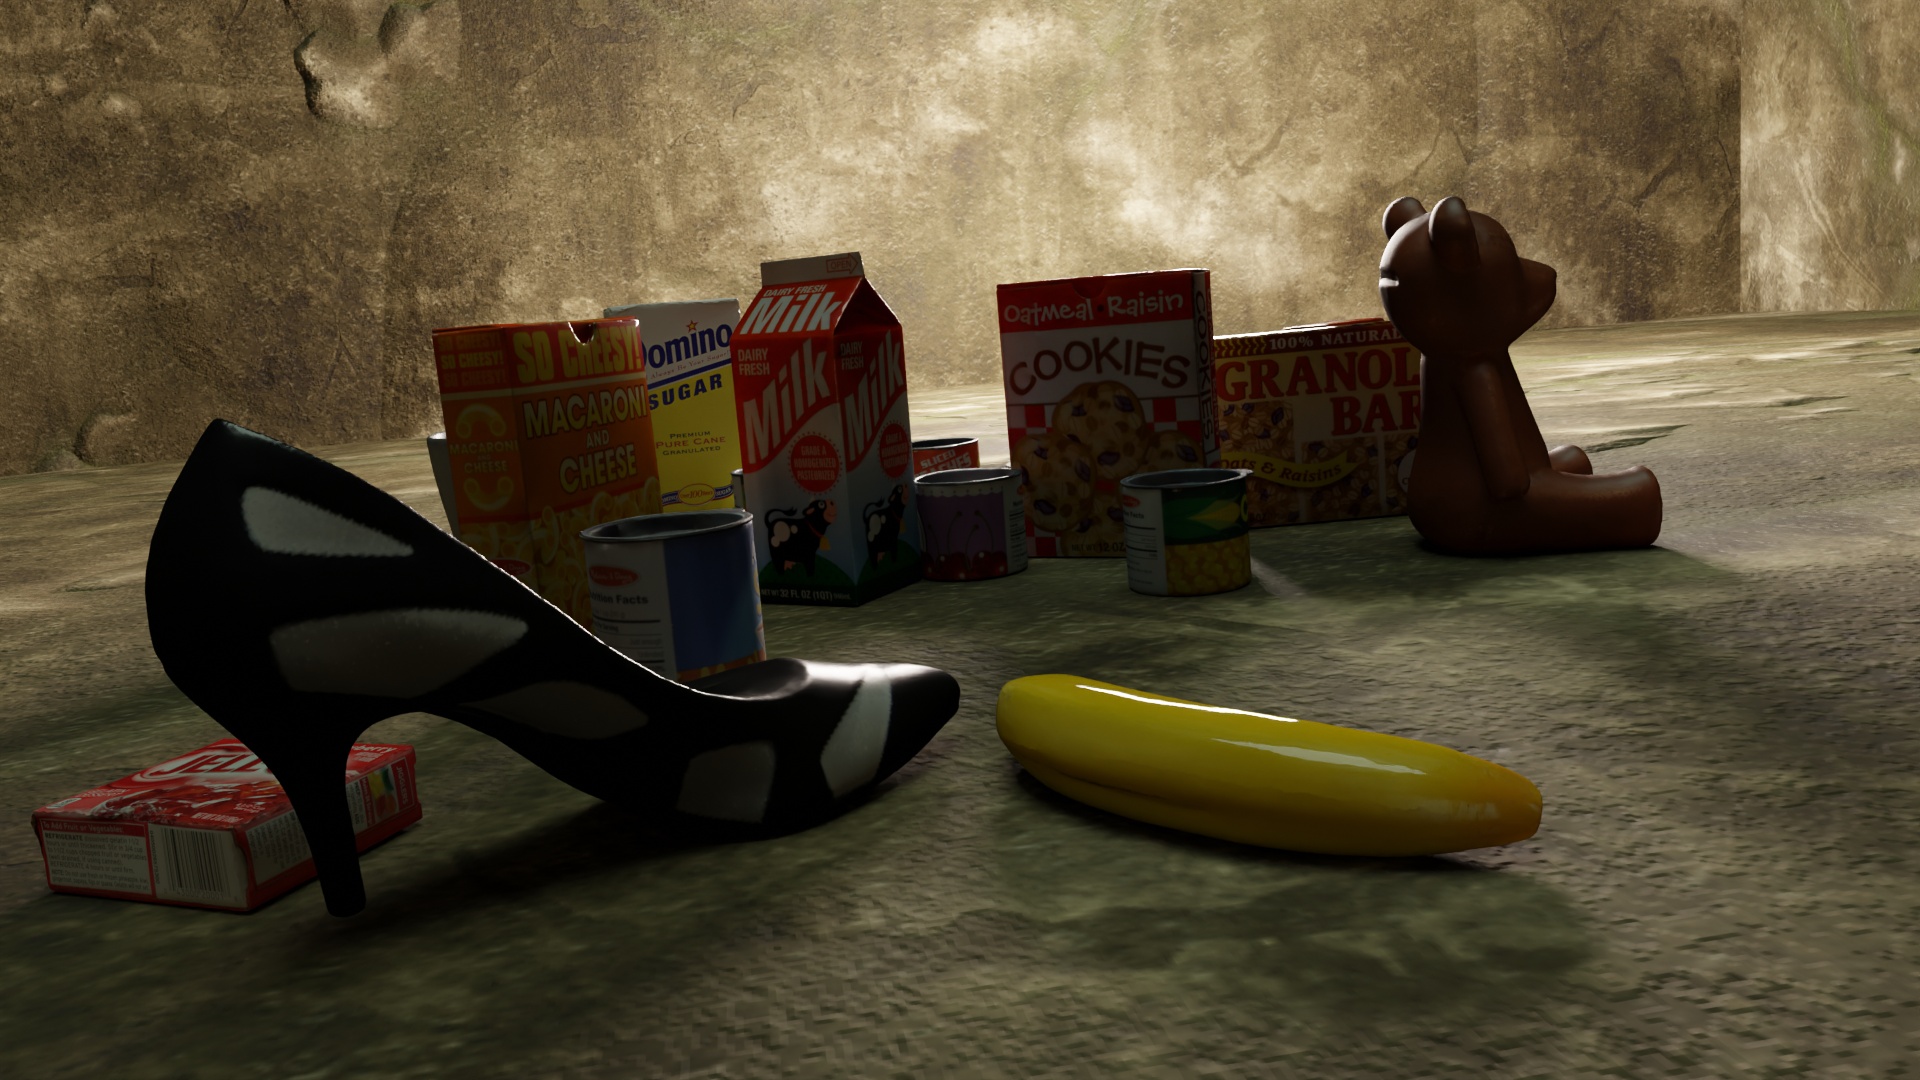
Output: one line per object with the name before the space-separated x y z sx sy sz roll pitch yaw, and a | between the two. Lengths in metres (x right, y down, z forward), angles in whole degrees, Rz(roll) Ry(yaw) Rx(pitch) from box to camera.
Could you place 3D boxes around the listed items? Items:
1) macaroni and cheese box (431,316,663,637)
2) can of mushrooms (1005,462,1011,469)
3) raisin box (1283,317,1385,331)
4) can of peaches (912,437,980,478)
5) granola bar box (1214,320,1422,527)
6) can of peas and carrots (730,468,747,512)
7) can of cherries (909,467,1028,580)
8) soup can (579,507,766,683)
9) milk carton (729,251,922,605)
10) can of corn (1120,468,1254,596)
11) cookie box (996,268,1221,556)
macaroni and cheese box | -0.186 -0.021 0.661 0.040 0.166 0.124 -2 10 15
can of mushrooms | 0.071 -0.046 1.069 0.071 0.033 0.071 -5 10 1
raisin box | 0.268 -0.094 0.985 0.040 0.123 0.086 4 13 43
can of peaches | -0.016 -0.044 1.033 0.071 0.058 0.071 -5 9 1
granola bar box | 0.238 -0.076 0.894 0.166 0.124 0.039 -5 9 -1
can of peas and carrots | -0.119 -0.022 0.952 0.071 0.058 0.071 -5 9 1
can of cherries | 0.003 -0.010 0.824 0.071 0.058 0.071 -5 9 1
soup can | -0.109 0.033 0.551 0.071 0.083 0.071 -5 9 1
milk carton | -0.076 -0.064 0.784 0.072 0.190 0.074 0 11 30
can of corn | 0.122 -0.006 0.737 0.071 0.058 0.071 -5 9 1
cookie box | 0.090 -0.074 0.831 0.123 0.167 0.040 0 10 26
